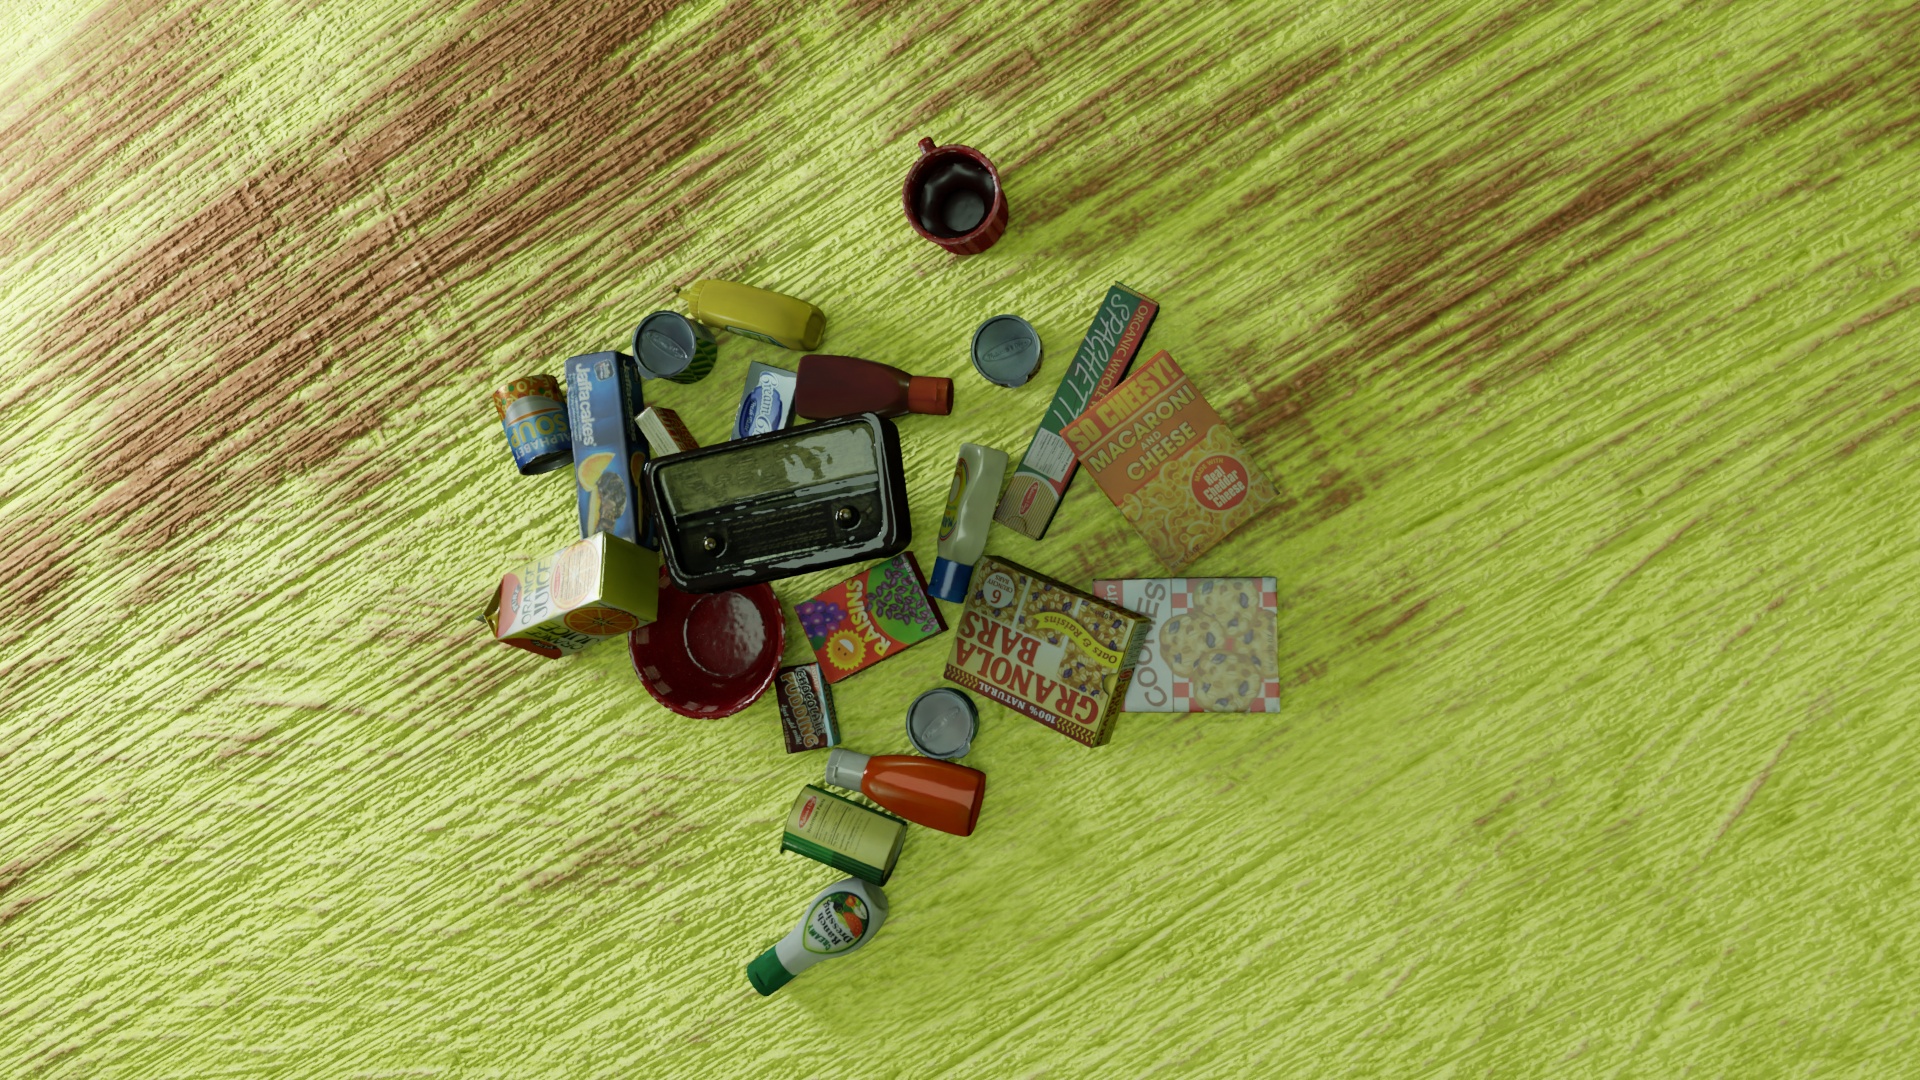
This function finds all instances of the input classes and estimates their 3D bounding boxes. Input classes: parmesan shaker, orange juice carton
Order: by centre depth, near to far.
[{"bbox_3d":[-0.110,0.282,1.315,0.103,0.071,0.071,19,93,10],"label":"parmesan shaker"},{"bbox_3d":[-0.384,0.061,1.345,0.192,0.072,0.073,-20,59,31],"label":"orange juice carton"}]

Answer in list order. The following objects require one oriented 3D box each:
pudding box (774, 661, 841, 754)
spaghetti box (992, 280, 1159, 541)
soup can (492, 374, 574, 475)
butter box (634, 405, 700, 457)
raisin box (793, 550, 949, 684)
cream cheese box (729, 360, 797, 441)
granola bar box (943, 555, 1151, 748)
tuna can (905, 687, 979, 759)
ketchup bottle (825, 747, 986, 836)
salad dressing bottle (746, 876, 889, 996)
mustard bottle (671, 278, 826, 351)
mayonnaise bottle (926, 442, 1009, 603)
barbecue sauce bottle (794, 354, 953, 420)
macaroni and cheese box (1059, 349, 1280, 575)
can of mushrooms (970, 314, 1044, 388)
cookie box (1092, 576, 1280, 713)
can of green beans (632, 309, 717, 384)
[{"bbox_3d":[-0.148,0.161,1.345,0.049,0.030,0.083,-11,87,10],"label":"pudding box"},{"bbox_3d":[0.109,-0.120,1.301,0.050,0.029,0.249,28,94,11],"label":"spaghetti box"},{"bbox_3d":[-0.422,-0.116,1.385,0.071,0.071,0.084,-23,84,10],"label":"soup can"},{"bbox_3d":[-0.274,-0.085,1.364,0.024,0.053,0.103,-37,82,12],"label":"butter box"},{"bbox_3d":[-0.086,0.074,1.330,0.123,0.040,0.086,-27,85,8],"label":"raisin box"},{"bbox_3d":[-0.191,-0.120,1.363,0.053,0.024,0.103,15,92,10],"label":"cream cheese box"},{"bbox_3d":[0.076,0.099,1.269,0.166,0.039,0.124,23,100,27],"label":"granola bar box"},{"bbox_3d":[-0.015,0.174,1.316,0.071,0.033,0.071,0,89,11],"label":"tuna can"},{"bbox_3d":[-0.053,0.232,1.317,0.149,0.043,0.064,13,96,11],"label":"ketchup bottle"},{"bbox_3d":[-0.138,0.381,1.331,0.147,0.044,0.064,-38,81,8],"label":"salad dressing bottle"},{"bbox_3d":[-0.212,-0.224,1.352,0.160,0.065,0.049,17,87,17],"label":"mustard bottle"},{"bbox_3d":[0.005,-0.016,1.300,0.041,0.065,0.148,15,91,-20],"label":"mayonnaise bottle"},{"bbox_3d":[-0.082,-0.143,1.332,0.148,0.044,0.065,5,90,11],"label":"barbecue sauce bottle"},{"bbox_3d":[0.188,-0.071,1.263,0.123,0.040,0.166,-39,94,8],"label":"macaroni and cheese box"},{"bbox_3d":[0.045,-0.176,1.313,0.071,0.033,0.071,0,88,11],"label":"can of mushrooms"},{"bbox_3d":[0.205,0.095,1.272,0.167,0.040,0.123,-1,88,10],"label":"cookie box"},{"bbox_3d":[-0.280,-0.189,1.365,0.071,0.058,0.071,0,89,11],"label":"can of green beans"}]
